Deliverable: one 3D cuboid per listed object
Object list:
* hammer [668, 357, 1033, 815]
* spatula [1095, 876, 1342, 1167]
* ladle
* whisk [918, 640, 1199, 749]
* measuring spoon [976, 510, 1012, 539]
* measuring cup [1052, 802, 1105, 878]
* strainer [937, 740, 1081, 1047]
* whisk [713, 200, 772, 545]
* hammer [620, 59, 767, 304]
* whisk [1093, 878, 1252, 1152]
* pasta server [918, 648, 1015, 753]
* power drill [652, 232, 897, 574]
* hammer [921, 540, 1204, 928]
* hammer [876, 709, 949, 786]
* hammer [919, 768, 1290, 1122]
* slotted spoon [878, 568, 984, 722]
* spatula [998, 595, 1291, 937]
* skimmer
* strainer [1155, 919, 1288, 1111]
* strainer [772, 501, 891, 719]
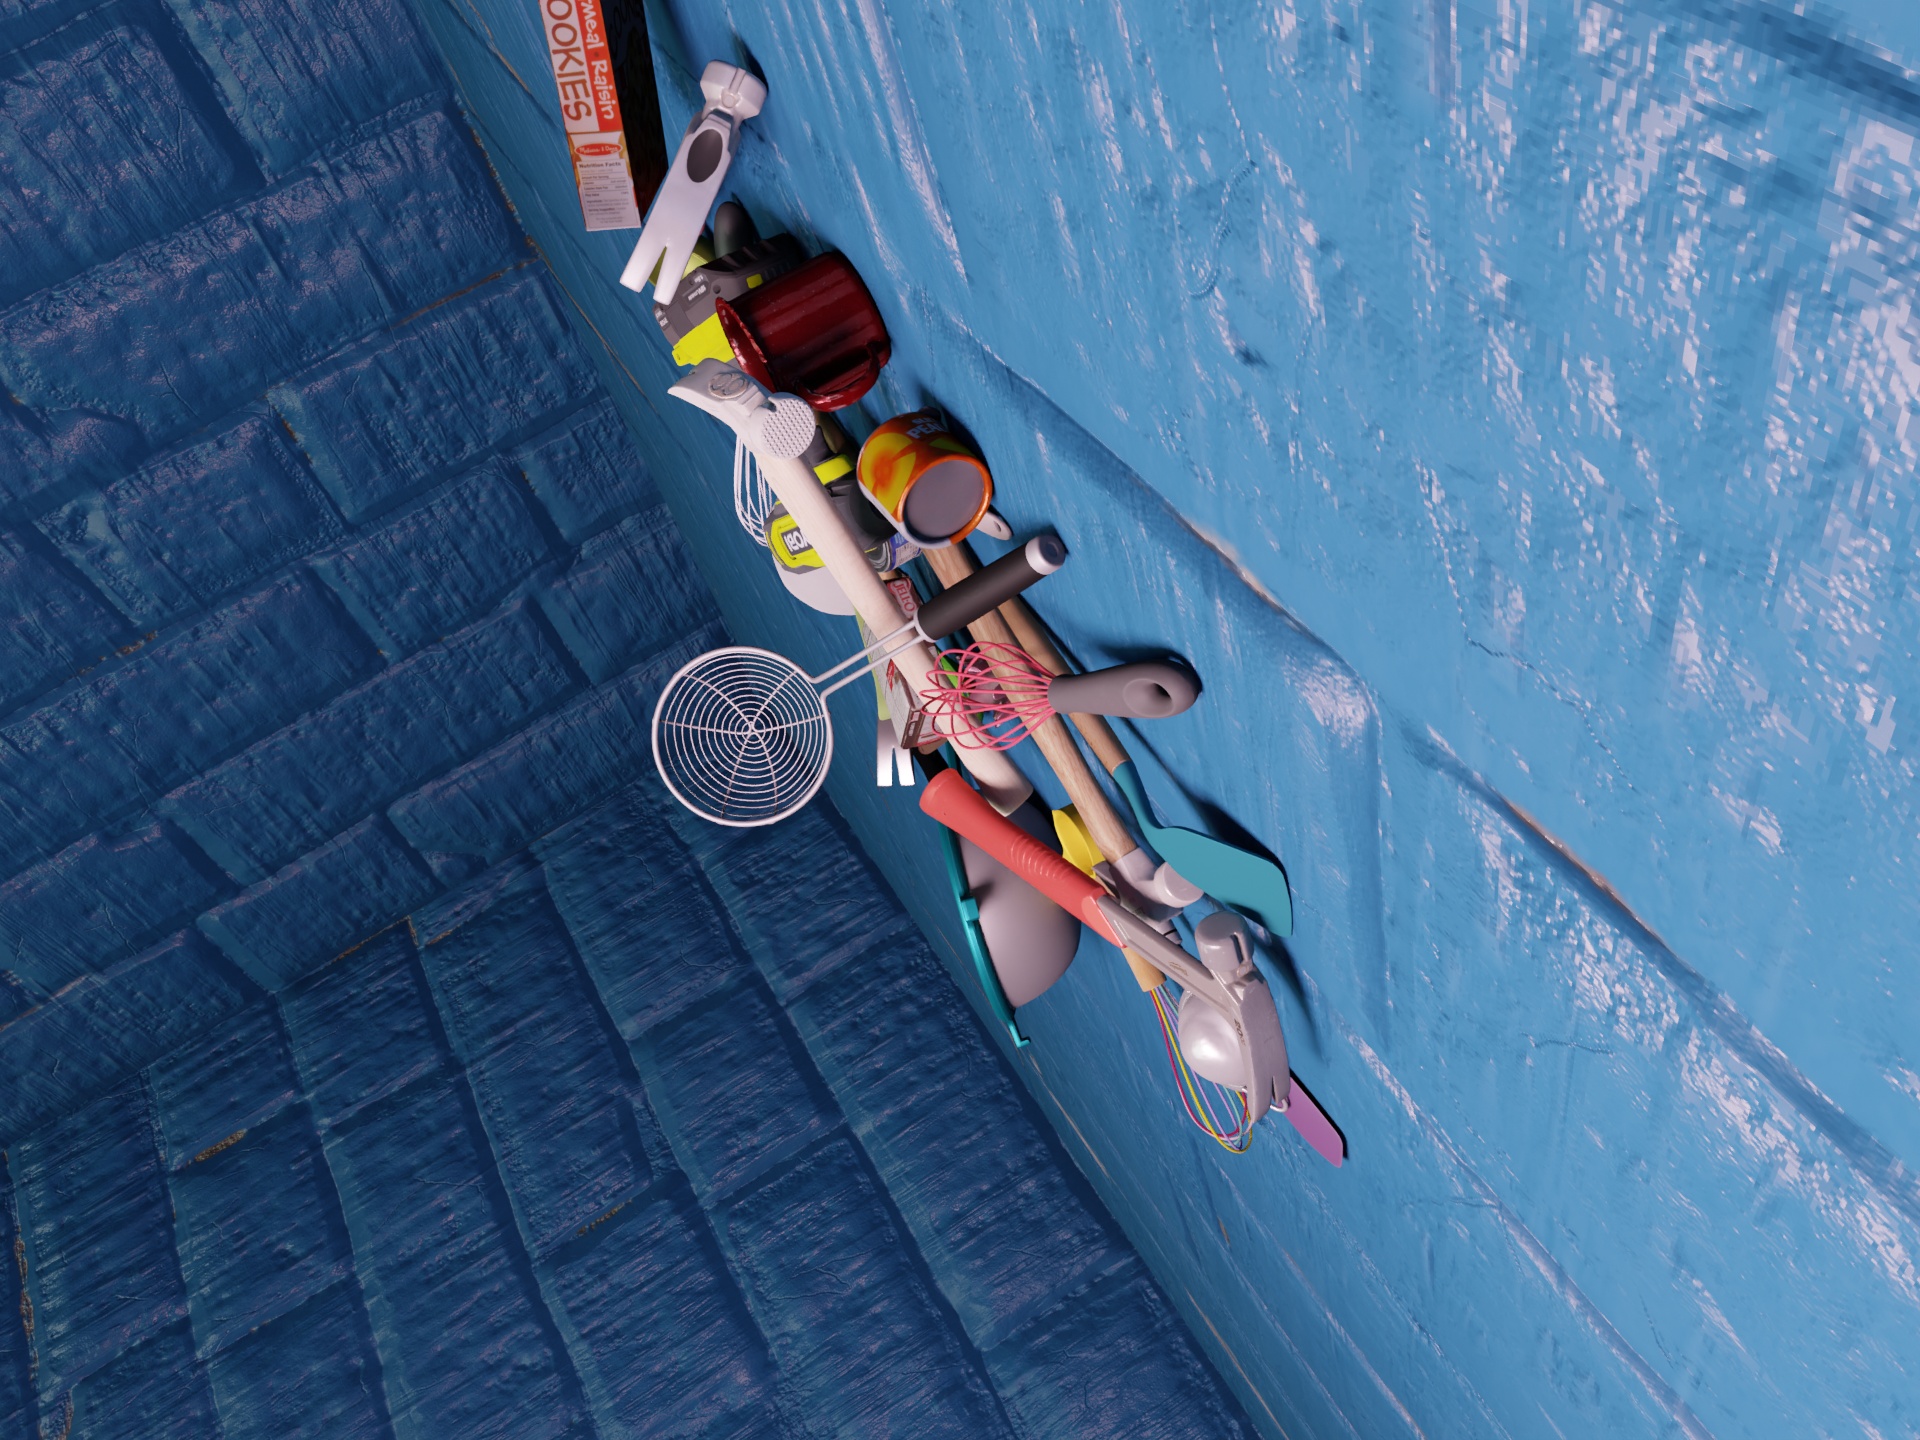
[{"bbox_3d":[-0.057,-0.076,1.096,0.146,0.038,0.410,34,163,49],"label":"hammer"},{"bbox_3d":[0.178,0.201,1.166,0.316,0.018,0.059,51,161,40],"label":"spatula"},{"bbox_3d":[-0.161,-0.288,1.308,0.320,0.062,0.078,53,168,19],"label":"ladle"},{"bbox_3d":[0.051,-0.016,0.940,0.073,0.073,0.296,61,157,-13],"label":"whisk"},{"bbox_3d":[0.003,-0.144,1.033,0.124,0.018,0.034,38,156,49],"label":"measuring spoon"},{"bbox_3d":[0.096,0.108,1.237,0.062,0.029,0.156,58,167,22],"label":"measuring cup"},{"bbox_3d":[0.043,0.105,1.419,0.341,0.095,0.210,-100,-8,-49],"label":"strainer"},{"bbox_3d":[-0.161,-0.264,1.251,0.070,0.070,0.284,-133,31,-52],"label":"whisk"},{"bbox_3d":[-0.196,-0.353,1.117,0.038,0.143,0.386,23,-175,-15],"label":"hammer"},{"bbox_3d":[0.166,0.229,1.261,0.245,0.047,0.051,62,159,7],"label":"whisk"},{"bbox_3d":[-0.002,-0.004,1.290,0.060,0.040,0.316,60,163,4],"label":"pasta server"},{"bbox_3d":[-0.120,-0.220,1.133,0.171,0.080,0.223,-7,111,60],"label":"power drill"},{"bbox_3d":[0.053,-0.005,1.090,0.331,0.031,0.130,60,158,12],"label":"hammer"},{"bbox_3d":[-0.027,0.050,1.580,0.334,0.035,0.146,64,-154,-62],"label":"hammer"},{"bbox_3d":[0.082,0.123,1.068,0.359,0.037,0.149,32,147,51],"label":"hammer"},{"bbox_3d":[-0.056,-0.115,1.311,0.313,0.031,0.070,59,166,-25],"label":"slotted spoon"},{"bbox_3d":[0.098,0.008,0.976,0.318,0.044,0.082,58,174,38],"label":"spatula"},{"bbox_3d":[-0.073,-0.028,1.011,0.363,0.090,0.127,-27,96,49],"label":"skimmer"},{"bbox_3d":[0.147,0.163,1.115,0.087,0.050,0.259,-49,62,48],"label":"strainer"},{"bbox_3d":[-0.121,-0.108,1.427,0.151,0.069,0.257,77,176,-67],"label":"strainer"}]
